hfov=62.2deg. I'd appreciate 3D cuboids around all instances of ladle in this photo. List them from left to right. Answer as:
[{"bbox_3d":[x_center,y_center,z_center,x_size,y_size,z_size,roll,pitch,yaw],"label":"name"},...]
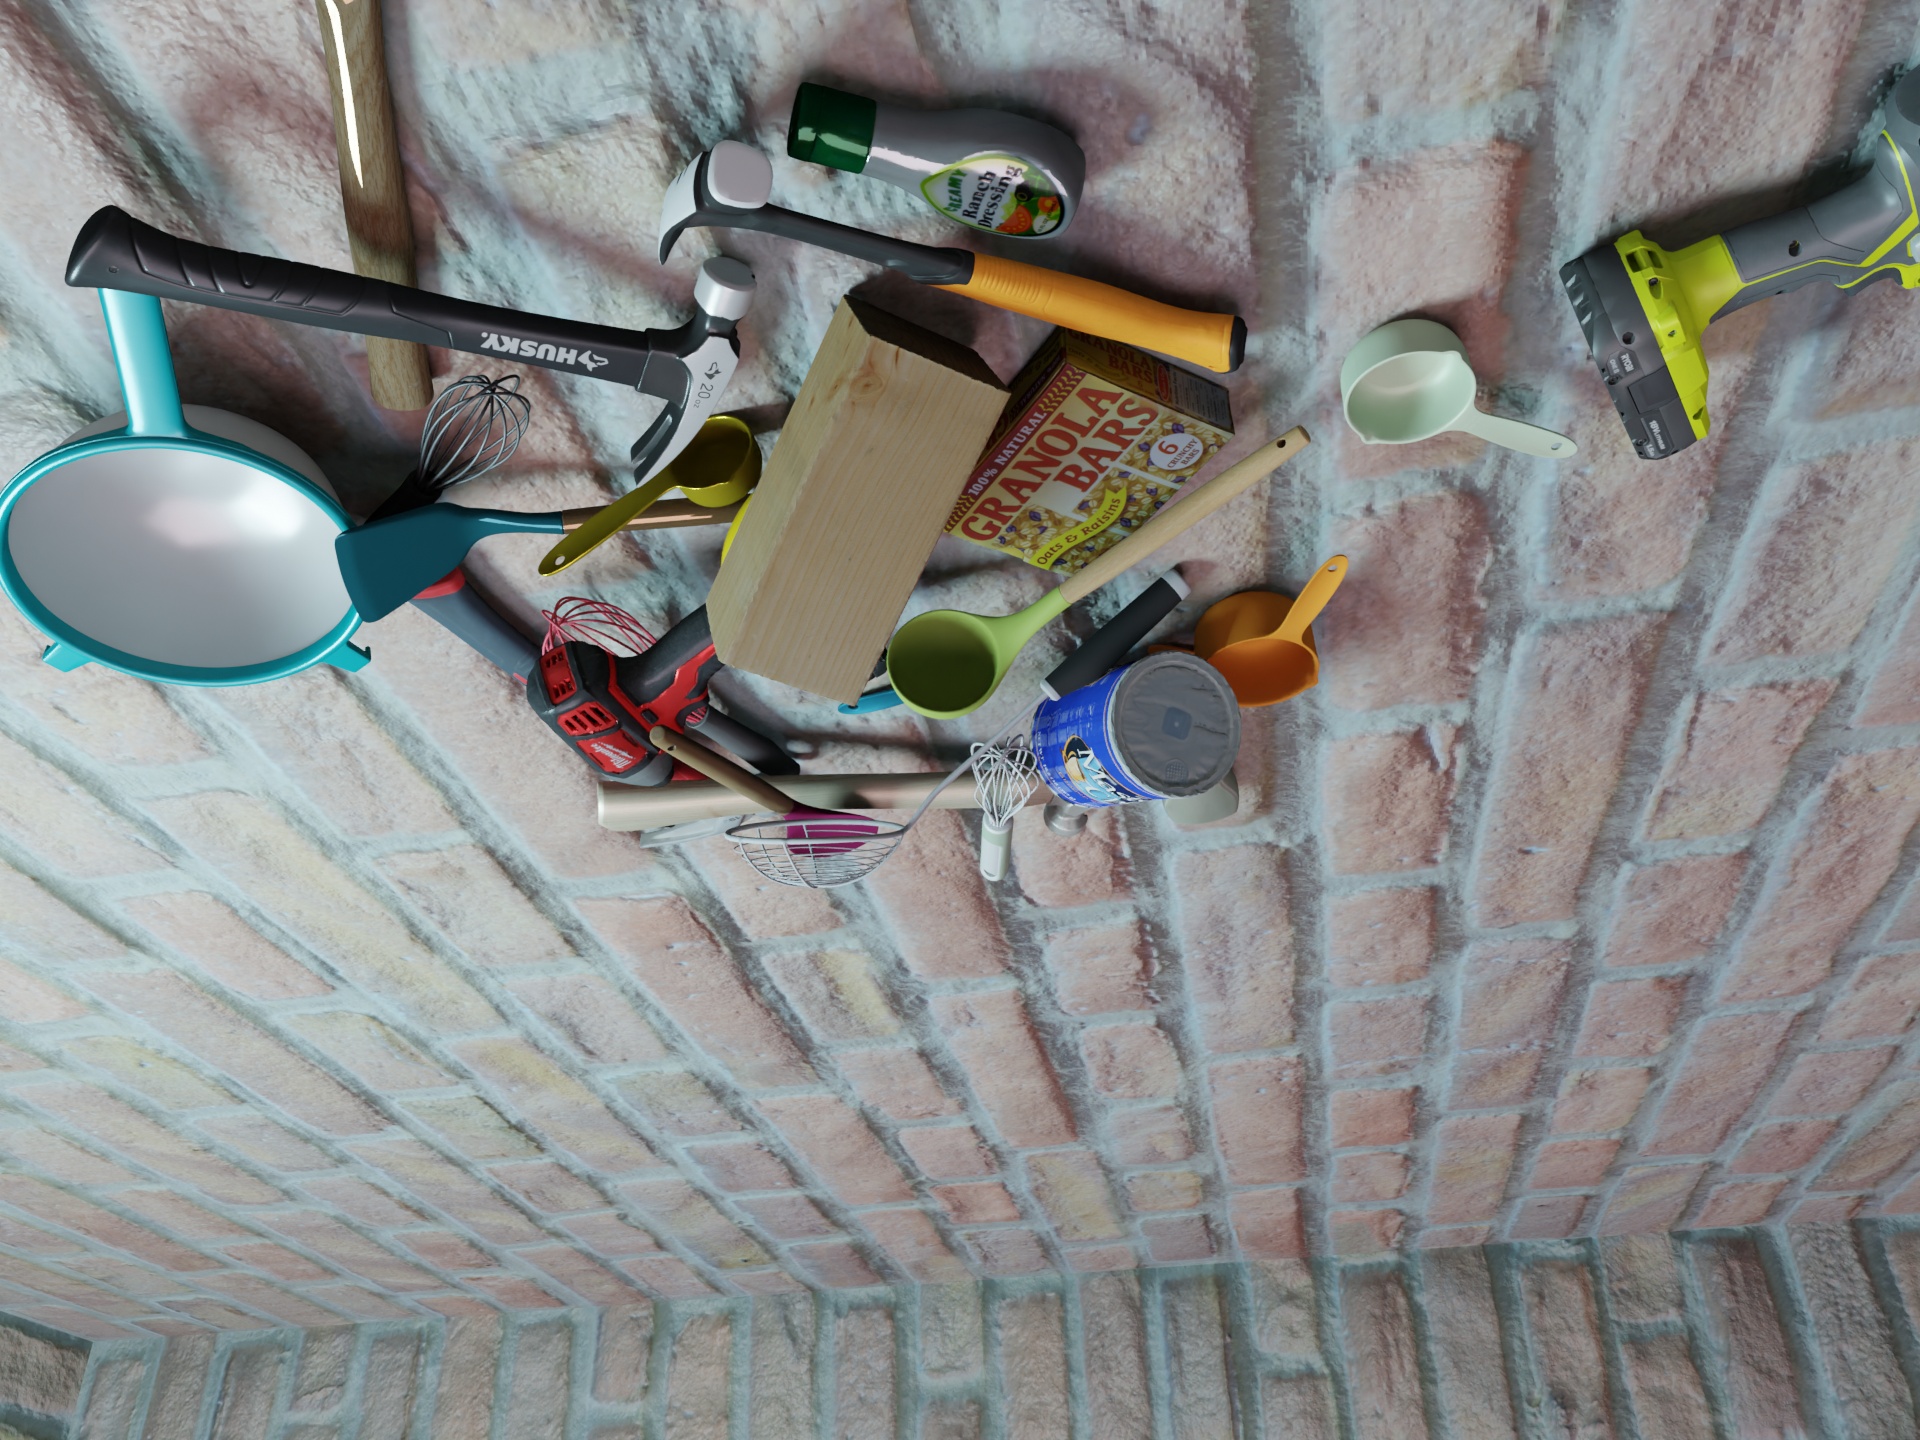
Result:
[{"bbox_3d":[0.081,-0.096,1.013,0.320,0.078,0.062,-33,156,30],"label":"ladle"}]

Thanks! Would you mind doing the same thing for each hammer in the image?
[{"bbox_3d":[-0.303,-0.282,0.811,0.130,0.031,0.331,5,146,-10],"label":"hammer"},{"bbox_3d":[-0.287,-0.211,0.849,0.334,0.035,0.146,6,136,-27],"label":"hammer"},{"bbox_3d":[-0.299,-0.006,1.224,0.143,0.038,0.385,-16,144,24],"label":"hammer"},{"bbox_3d":[-0.079,0.052,1.269,0.410,0.038,0.146,-2,148,-13],"label":"hammer"},{"bbox_3d":[0.007,-0.237,0.859,0.336,0.034,0.127,8,180,-25],"label":"hammer"}]

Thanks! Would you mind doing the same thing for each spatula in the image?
[{"bbox_3d":[-0.225,-0.119,1.009,0.317,0.044,0.082,-7,144,-10],"label":"spatula"}]

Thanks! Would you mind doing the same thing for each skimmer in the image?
[{"bbox_3d":[-0.002,-0.004,1.121,0.363,0.090,0.127,-41,-179,3],"label":"skimmer"}]

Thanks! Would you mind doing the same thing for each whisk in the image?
[{"bbox_3d":[-0.336,-0.150,1.002,0.055,0.055,0.239,23,145,-32],"label":"whisk"},{"bbox_3d":[-0.210,-0.012,1.198,0.073,0.073,0.295,-18,149,24],"label":"whisk"},{"bbox_3d":[0.030,0.076,1.258,0.058,0.059,0.246,28,157,13],"label":"whisk"}]

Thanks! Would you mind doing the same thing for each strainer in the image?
[{"bbox_3d":[-0.460,-0.164,0.937,0.211,0.095,0.340,0,139,-15],"label":"strainer"}]

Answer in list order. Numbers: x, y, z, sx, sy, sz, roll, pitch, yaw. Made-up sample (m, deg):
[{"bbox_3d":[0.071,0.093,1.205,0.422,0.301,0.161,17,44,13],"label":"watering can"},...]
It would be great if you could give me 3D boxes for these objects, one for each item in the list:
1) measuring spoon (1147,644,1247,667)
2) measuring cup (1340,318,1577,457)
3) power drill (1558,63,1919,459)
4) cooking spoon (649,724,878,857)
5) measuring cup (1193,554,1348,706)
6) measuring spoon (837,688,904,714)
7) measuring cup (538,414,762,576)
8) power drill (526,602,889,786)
[{"bbox_3d":[0.196,-0.044,1.210,0.117,0.011,0.021,12,144,-13],"label":"measuring spoon"},{"bbox_3d":[0.304,-0.194,0.960,0.167,0.038,0.083,12,144,-23],"label":"measuring cup"},{"bbox_3d":[0.467,-0.235,0.868,0.228,0.080,0.190,-23,141,25],"label":"power drill"},{"bbox_3d":[-0.140,0.056,1.167,0.069,0.017,0.318,-27,155,11],"label":"cooking spoon"},{"bbox_3d":[0.225,-0.078,1.121,0.095,0.052,0.173,9,143,-15],"label":"measuring cup"},{"bbox_3d":[-0.044,-0.028,1.224,0.128,0.021,0.042,-14,145,35],"label":"measuring spoon"},{"bbox_3d":[-0.190,-0.130,0.980,0.156,0.062,0.029,-35,146,0],"label":"measuring cup"},{"bbox_3d":[-0.168,-0.034,1.084,0.219,0.079,0.143,-29,142,3],"label":"power drill"}]
